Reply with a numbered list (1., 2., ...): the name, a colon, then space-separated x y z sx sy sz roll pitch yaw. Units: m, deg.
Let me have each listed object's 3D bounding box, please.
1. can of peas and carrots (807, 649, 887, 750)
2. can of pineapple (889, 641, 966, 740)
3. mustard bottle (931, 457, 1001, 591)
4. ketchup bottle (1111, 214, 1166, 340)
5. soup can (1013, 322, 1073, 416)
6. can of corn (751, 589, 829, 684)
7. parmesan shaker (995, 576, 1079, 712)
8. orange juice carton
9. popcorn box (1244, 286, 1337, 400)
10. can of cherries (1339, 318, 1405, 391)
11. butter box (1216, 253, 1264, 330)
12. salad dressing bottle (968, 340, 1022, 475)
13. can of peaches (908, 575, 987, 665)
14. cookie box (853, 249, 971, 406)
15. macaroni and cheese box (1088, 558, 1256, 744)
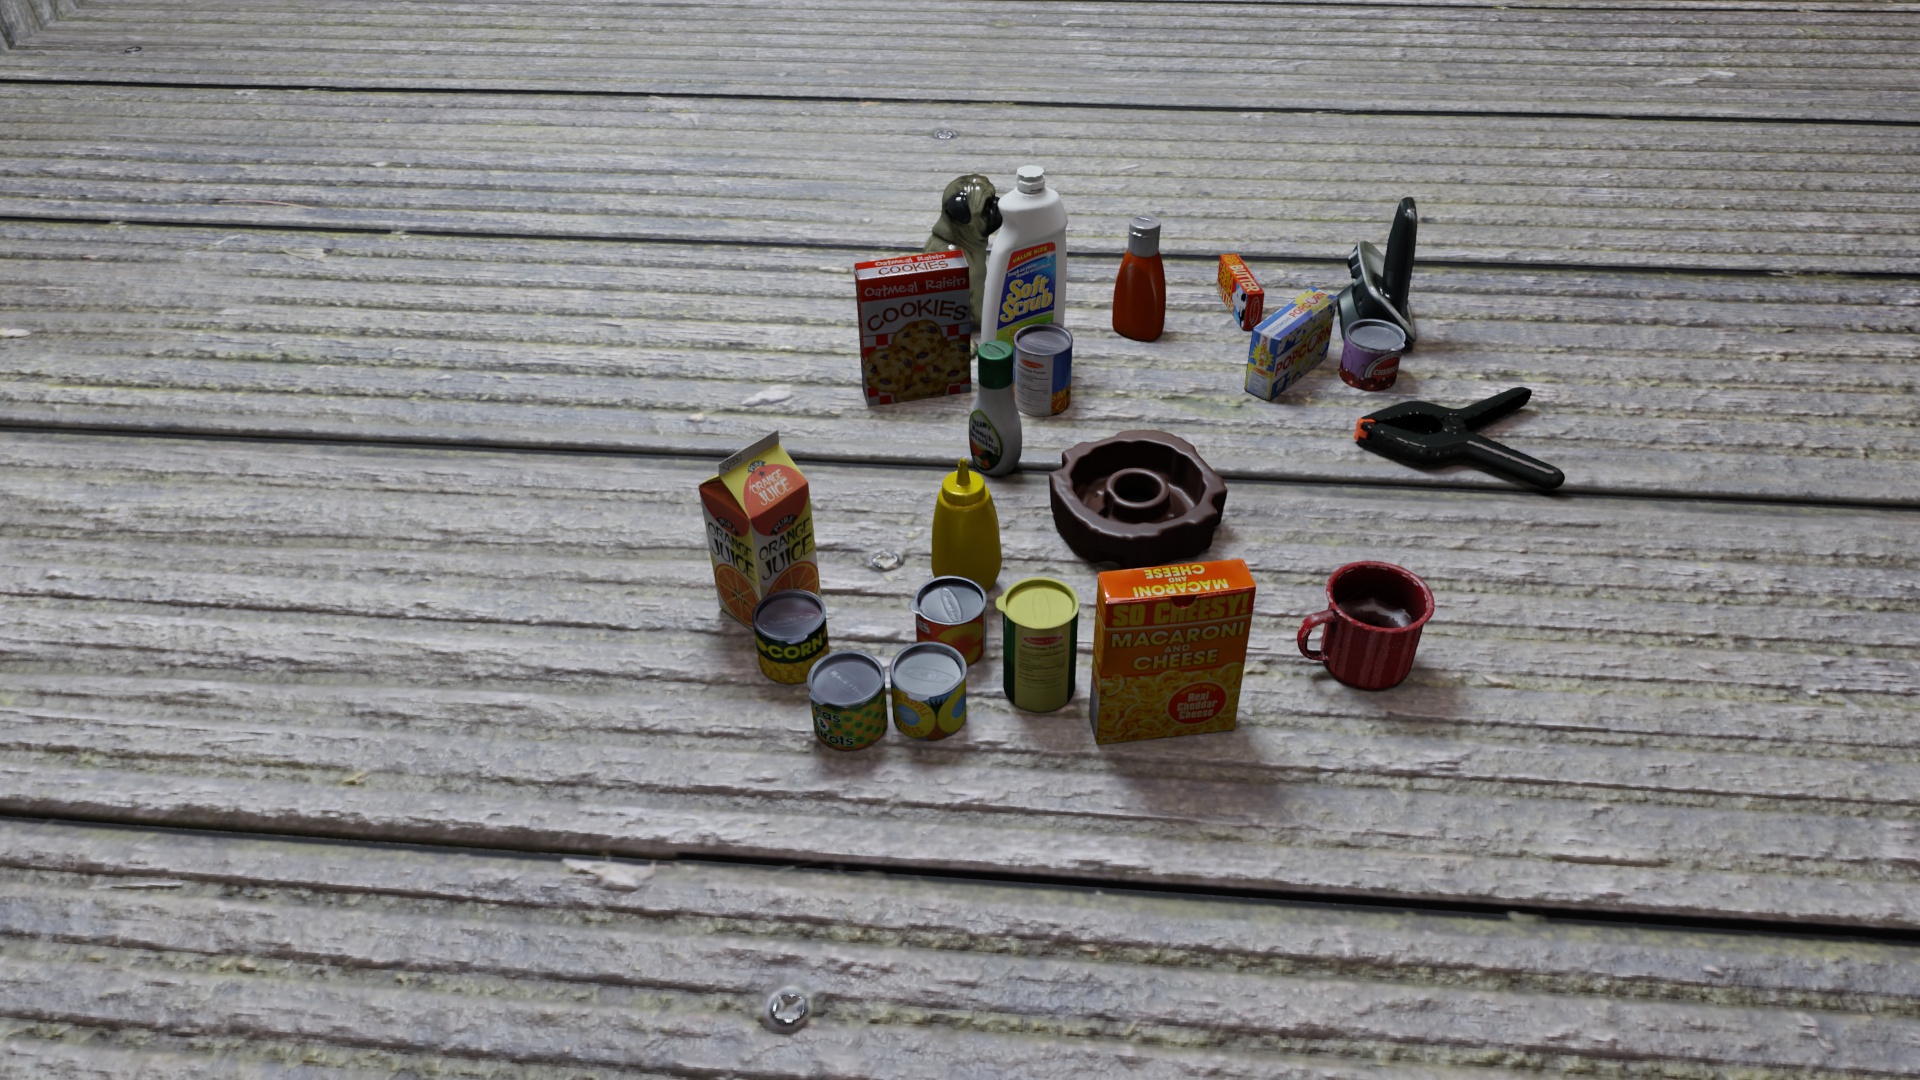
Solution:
1. can of peas and carrots: -0.098 0.139 1.193 0.071 0.058 0.071 -1 40 1
2. can of pineapple: -0.028 0.132 1.200 0.071 0.057 0.071 -1 40 1
3. mustard bottle: 0.005 -0.016 1.297 0.065 0.159 0.049 -28 47 -29
4. ketchup bottle: 0.215 -0.313 1.656 0.065 0.148 0.044 23 46 26
5. soup can: 0.094 -0.193 1.565 0.071 0.083 0.072 -1 40 1
6. can of corn: -0.152 0.089 1.254 0.071 0.058 0.071 -1 40 1
7. parmesan shaker: 0.066 0.091 1.211 0.071 0.102 0.072 -1 40 1
8. orange juice carton: -0.183 -0.009 1.268 0.073 0.191 0.072 30 49 32
9. popcorn box: 0.380 -0.227 1.598 0.038 0.084 0.127 30 49 32
10. can of cherries: 0.475 -0.212 1.599 0.071 0.058 0.072 -1 40 1
11. butter box: 0.346 -0.309 1.722 0.024 0.052 0.104 -7 40 -7
12. salad dressing bottle: 0.036 -0.138 1.452 0.044 0.146 0.064 -29 47 -29
13. can of peaches: -0.011 0.075 1.267 0.071 0.057 0.071 -1 40 1
14. cookie box: -0.052 -0.237 1.557 0.123 0.166 0.040 -9 40 -9
15. macaroni and cheese box: 0.174 0.095 1.155 0.124 0.165 0.040 -6 40 -5
